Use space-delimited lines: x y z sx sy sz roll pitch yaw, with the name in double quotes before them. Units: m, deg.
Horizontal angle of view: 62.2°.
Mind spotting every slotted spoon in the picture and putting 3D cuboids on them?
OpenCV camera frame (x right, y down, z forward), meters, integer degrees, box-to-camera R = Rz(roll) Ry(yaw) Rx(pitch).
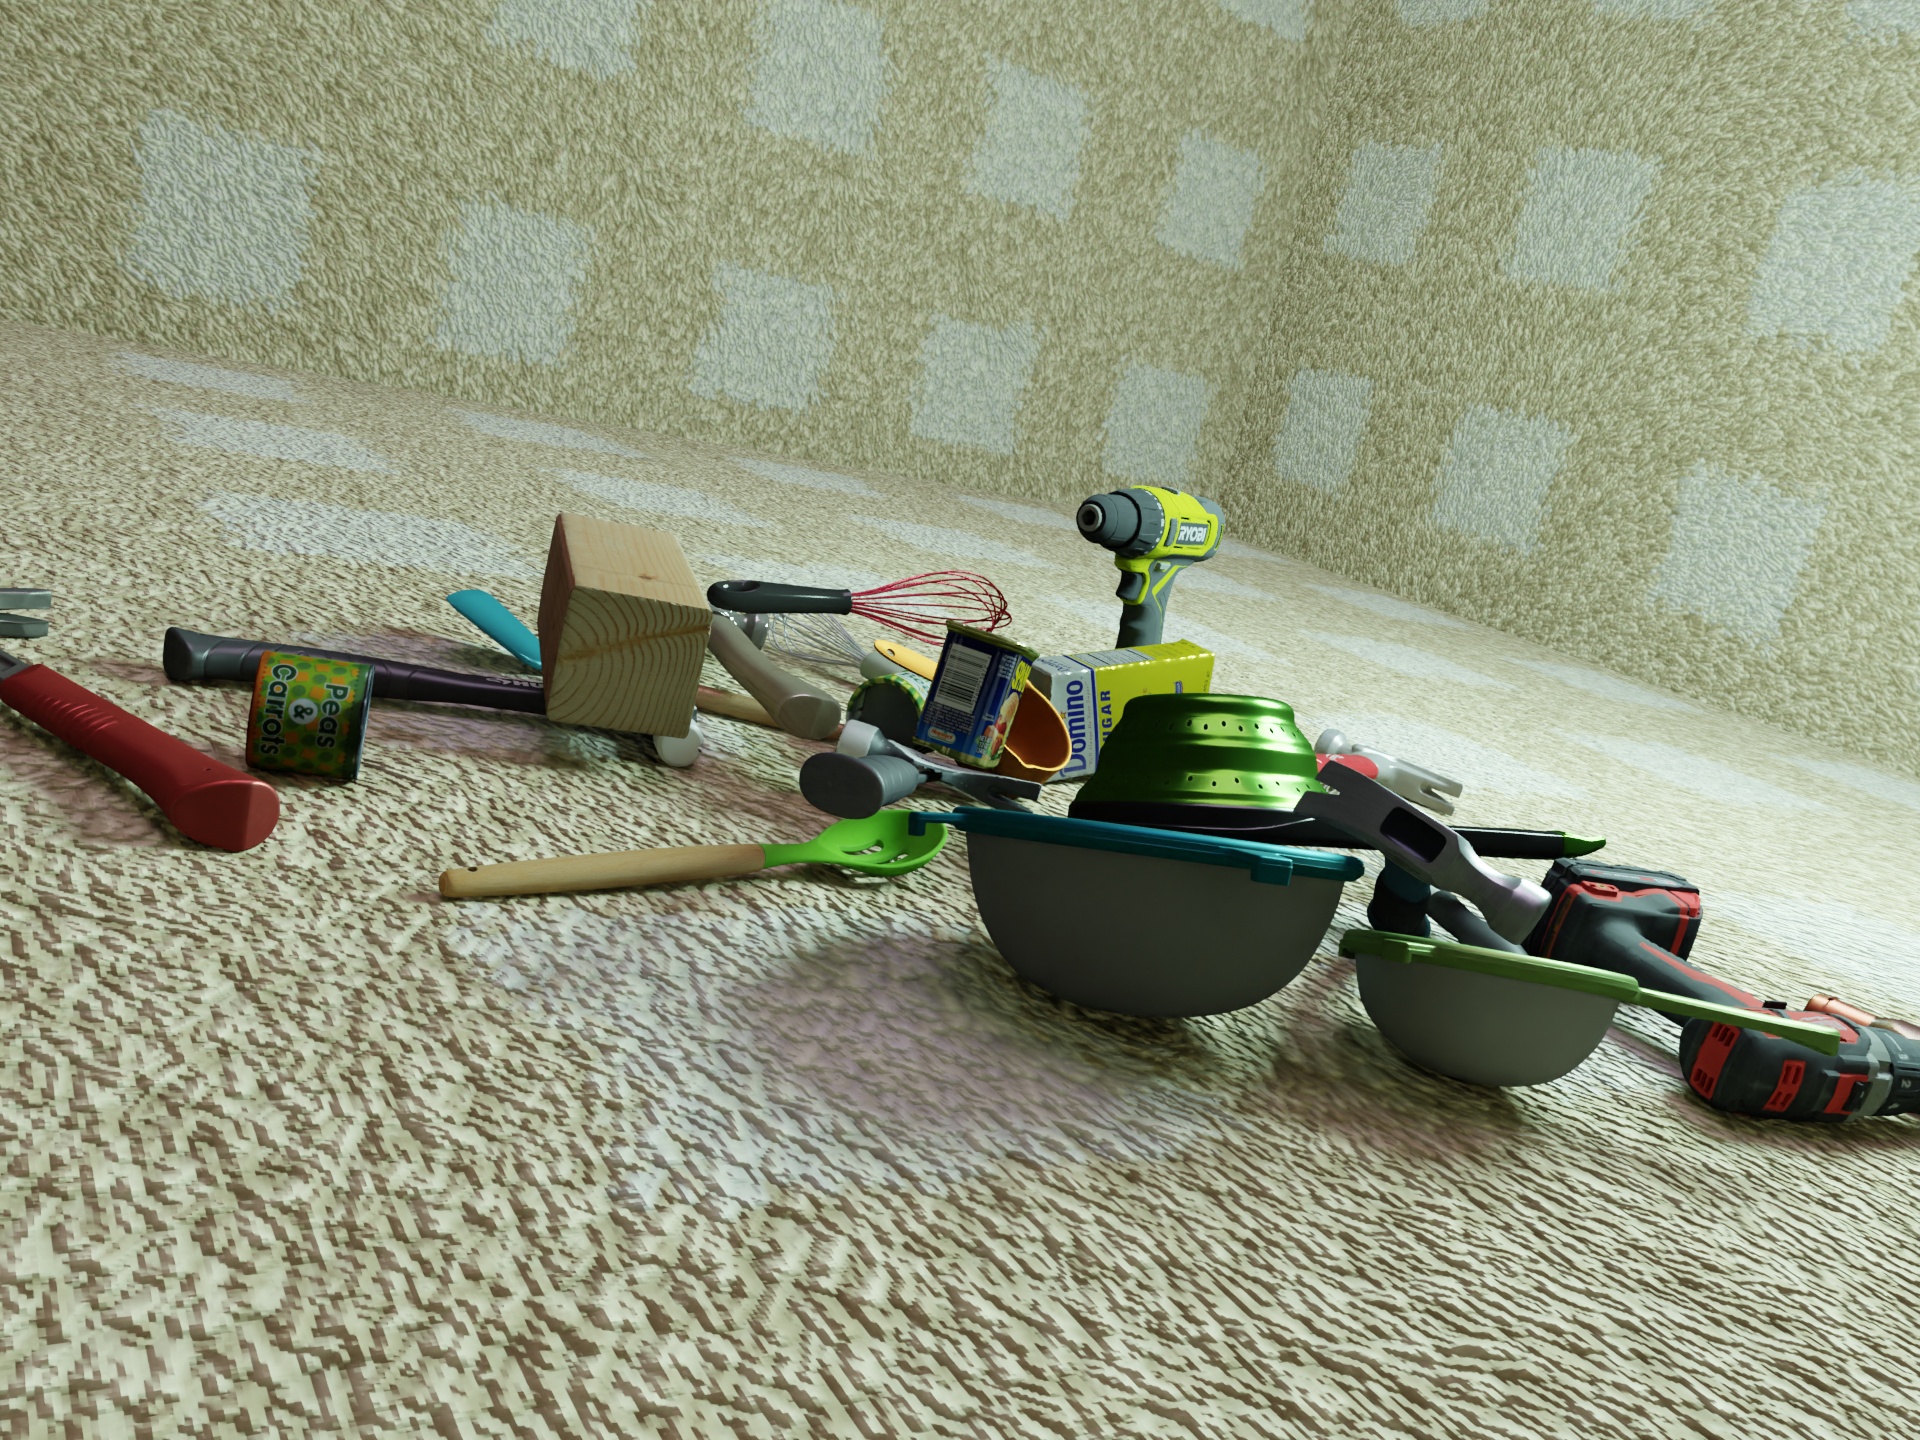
"slotted spoon" -0.134 0.077 0.873 0.313 0.031 0.070 -1 20 -42

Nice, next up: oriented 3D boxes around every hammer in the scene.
"hammer" 0.290 0.046 1.347 0.143 0.038 0.386 25 15 36
"hammer" -0.180 -0.053 1.227 0.146 0.038 0.411 15 8 -22
"hammer" -0.032 0.036 0.946 0.149 0.036 0.409 18 1 5
"hammer" -0.481 -0.010 0.862 0.359 0.036 0.149 21 15 30
"hammer" 0.254 0.095 0.904 0.128 0.033 0.330 36 -3 19
"hammer" -0.346 -0.025 1.057 0.334 0.035 0.146 8 15 -23

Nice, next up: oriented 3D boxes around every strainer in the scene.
"strainer" 0.123 0.111 0.868 0.211 0.095 0.340 5 -6 28
"strainer" 0.325 0.166 0.836 0.256 0.069 0.151 11 -7 5

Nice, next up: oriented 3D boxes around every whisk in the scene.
"whisk" -0.085 -0.052 1.403 0.246 0.058 0.059 29 -7 35
"whisk" -0.082 -0.103 1.399 0.295 0.073 0.073 1 18 -30
"whisk" 0.316 0.111 1.125 0.070 0.070 0.285 9 19 -20

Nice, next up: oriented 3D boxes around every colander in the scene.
"colander" 0.241 0.038 1.053 0.397 0.094 0.204 4 -5 -10

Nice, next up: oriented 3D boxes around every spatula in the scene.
"spatula" -0.229 -0.037 1.201 0.317 0.044 0.082 15 9 -1

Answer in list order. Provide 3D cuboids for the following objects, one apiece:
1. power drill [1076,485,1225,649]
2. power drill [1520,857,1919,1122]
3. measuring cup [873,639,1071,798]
"power drill" 0.144 -0.096 1.405 0.080 0.228 0.190 23 16 33
"power drill" 0.481 0.173 0.987 0.187 0.080 0.227 9 17 -20
"measuring cup" -0.002 -0.004 1.156 0.173 0.052 0.095 28 38 -22
